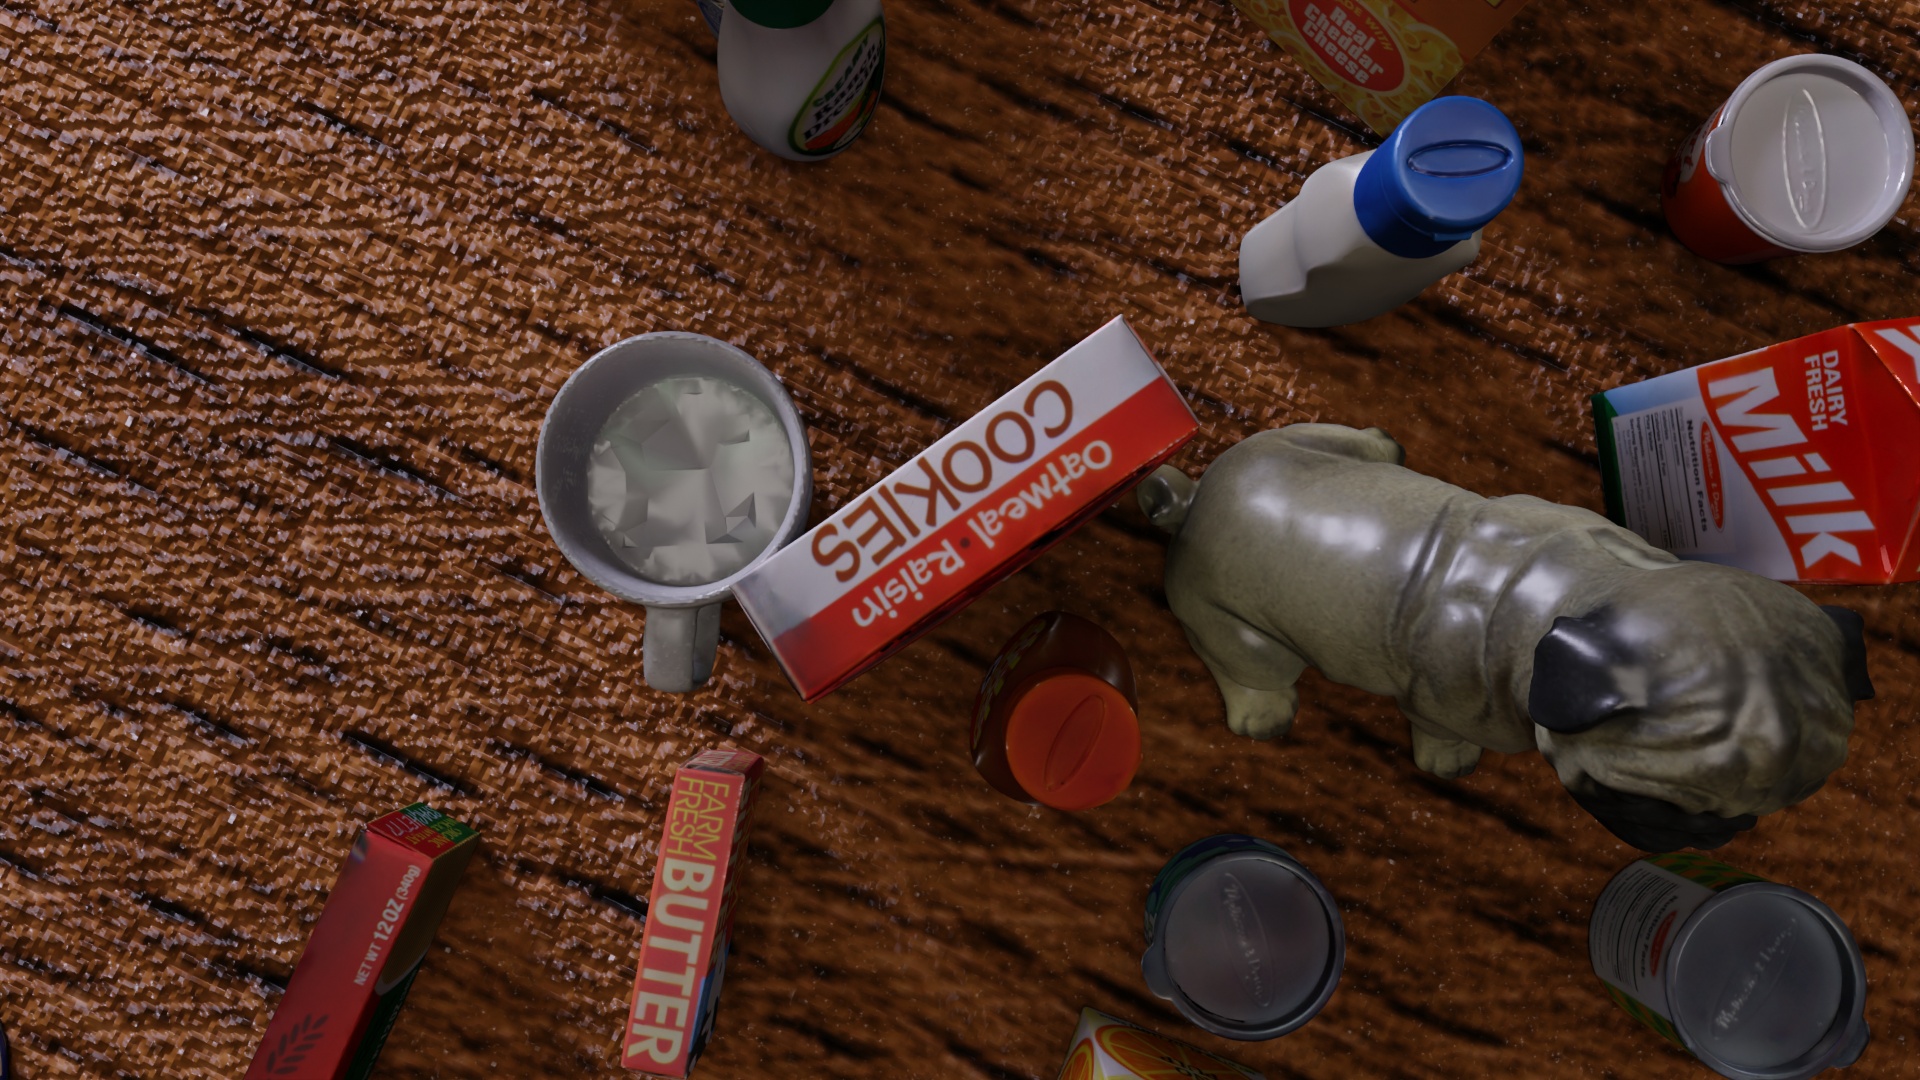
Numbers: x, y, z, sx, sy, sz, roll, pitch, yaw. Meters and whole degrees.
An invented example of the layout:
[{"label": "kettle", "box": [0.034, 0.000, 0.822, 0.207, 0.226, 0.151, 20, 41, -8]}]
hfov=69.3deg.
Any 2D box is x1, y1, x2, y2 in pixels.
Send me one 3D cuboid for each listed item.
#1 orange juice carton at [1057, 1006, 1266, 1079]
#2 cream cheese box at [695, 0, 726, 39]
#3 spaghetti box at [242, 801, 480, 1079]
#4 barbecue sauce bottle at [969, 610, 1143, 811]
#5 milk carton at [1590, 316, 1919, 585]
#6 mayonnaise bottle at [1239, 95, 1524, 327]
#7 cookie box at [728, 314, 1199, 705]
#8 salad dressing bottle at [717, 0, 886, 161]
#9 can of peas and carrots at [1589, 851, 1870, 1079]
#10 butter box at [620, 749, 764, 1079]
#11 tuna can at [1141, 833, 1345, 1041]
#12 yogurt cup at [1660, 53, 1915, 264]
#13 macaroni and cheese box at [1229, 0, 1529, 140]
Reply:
[{"label": "orange juice carton", "box": [0.066, 0.211, 0.409, 0.072, 0.192, 0.073, 21, 88, 0]}, {"label": "cream cheese box", "box": [-0.054, -0.222, 0.494, 0.024, 0.053, 0.104, 37, 88, 1]}, {"label": "spaghetti box", "box": [-0.237, 0.212, 0.477, 0.029, 0.050, 0.250, 25, 88, 0]}, {"label": "barbecue sauce bottle", "box": [0.030, 0.055, 0.436, 0.044, 0.148, 0.065, 29, 88, 0]}, {"label": "milk carton", "box": [0.274, -0.026, 0.421, 0.072, 0.190, 0.073, -7, 88, -1]}, {"label": "mayonnaise bottle", "box": [0.133, -0.100, 0.444, 0.065, 0.148, 0.041, -3, 88, -1]}, {"label": "cookie box", "box": [0.002, -0.005, 0.429, 0.123, 0.167, 0.040, -35, 89, -1]}, {"label": "salad dressing bottle", "box": [-0.053, -0.166, 0.444, 0.044, 0.147, 0.064, 39, 88, 1]}, {"label": "can of peas and carrots", "box": [0.264, 0.147, 0.480, 0.071, 0.058, 0.071, 0, 88, -1]}, {"label": "butter box", "box": [-0.091, 0.126, 0.480, 0.024, 0.053, 0.103, 10, 88, 0]}, {"label": "tuna can", "box": [0.097, 0.140, 0.492, 0.071, 0.033, 0.071, 0, 88, -1]}, {"label": "yogurt cup", "box": [0.289, -0.131, 0.494, 0.072, 0.054, 0.072, 0, 88, -1]}, {"label": "macaroni and cheese box", "box": [0.128, -0.205, 0.438, 0.124, 0.166, 0.040, 42, 89, 1]}]
